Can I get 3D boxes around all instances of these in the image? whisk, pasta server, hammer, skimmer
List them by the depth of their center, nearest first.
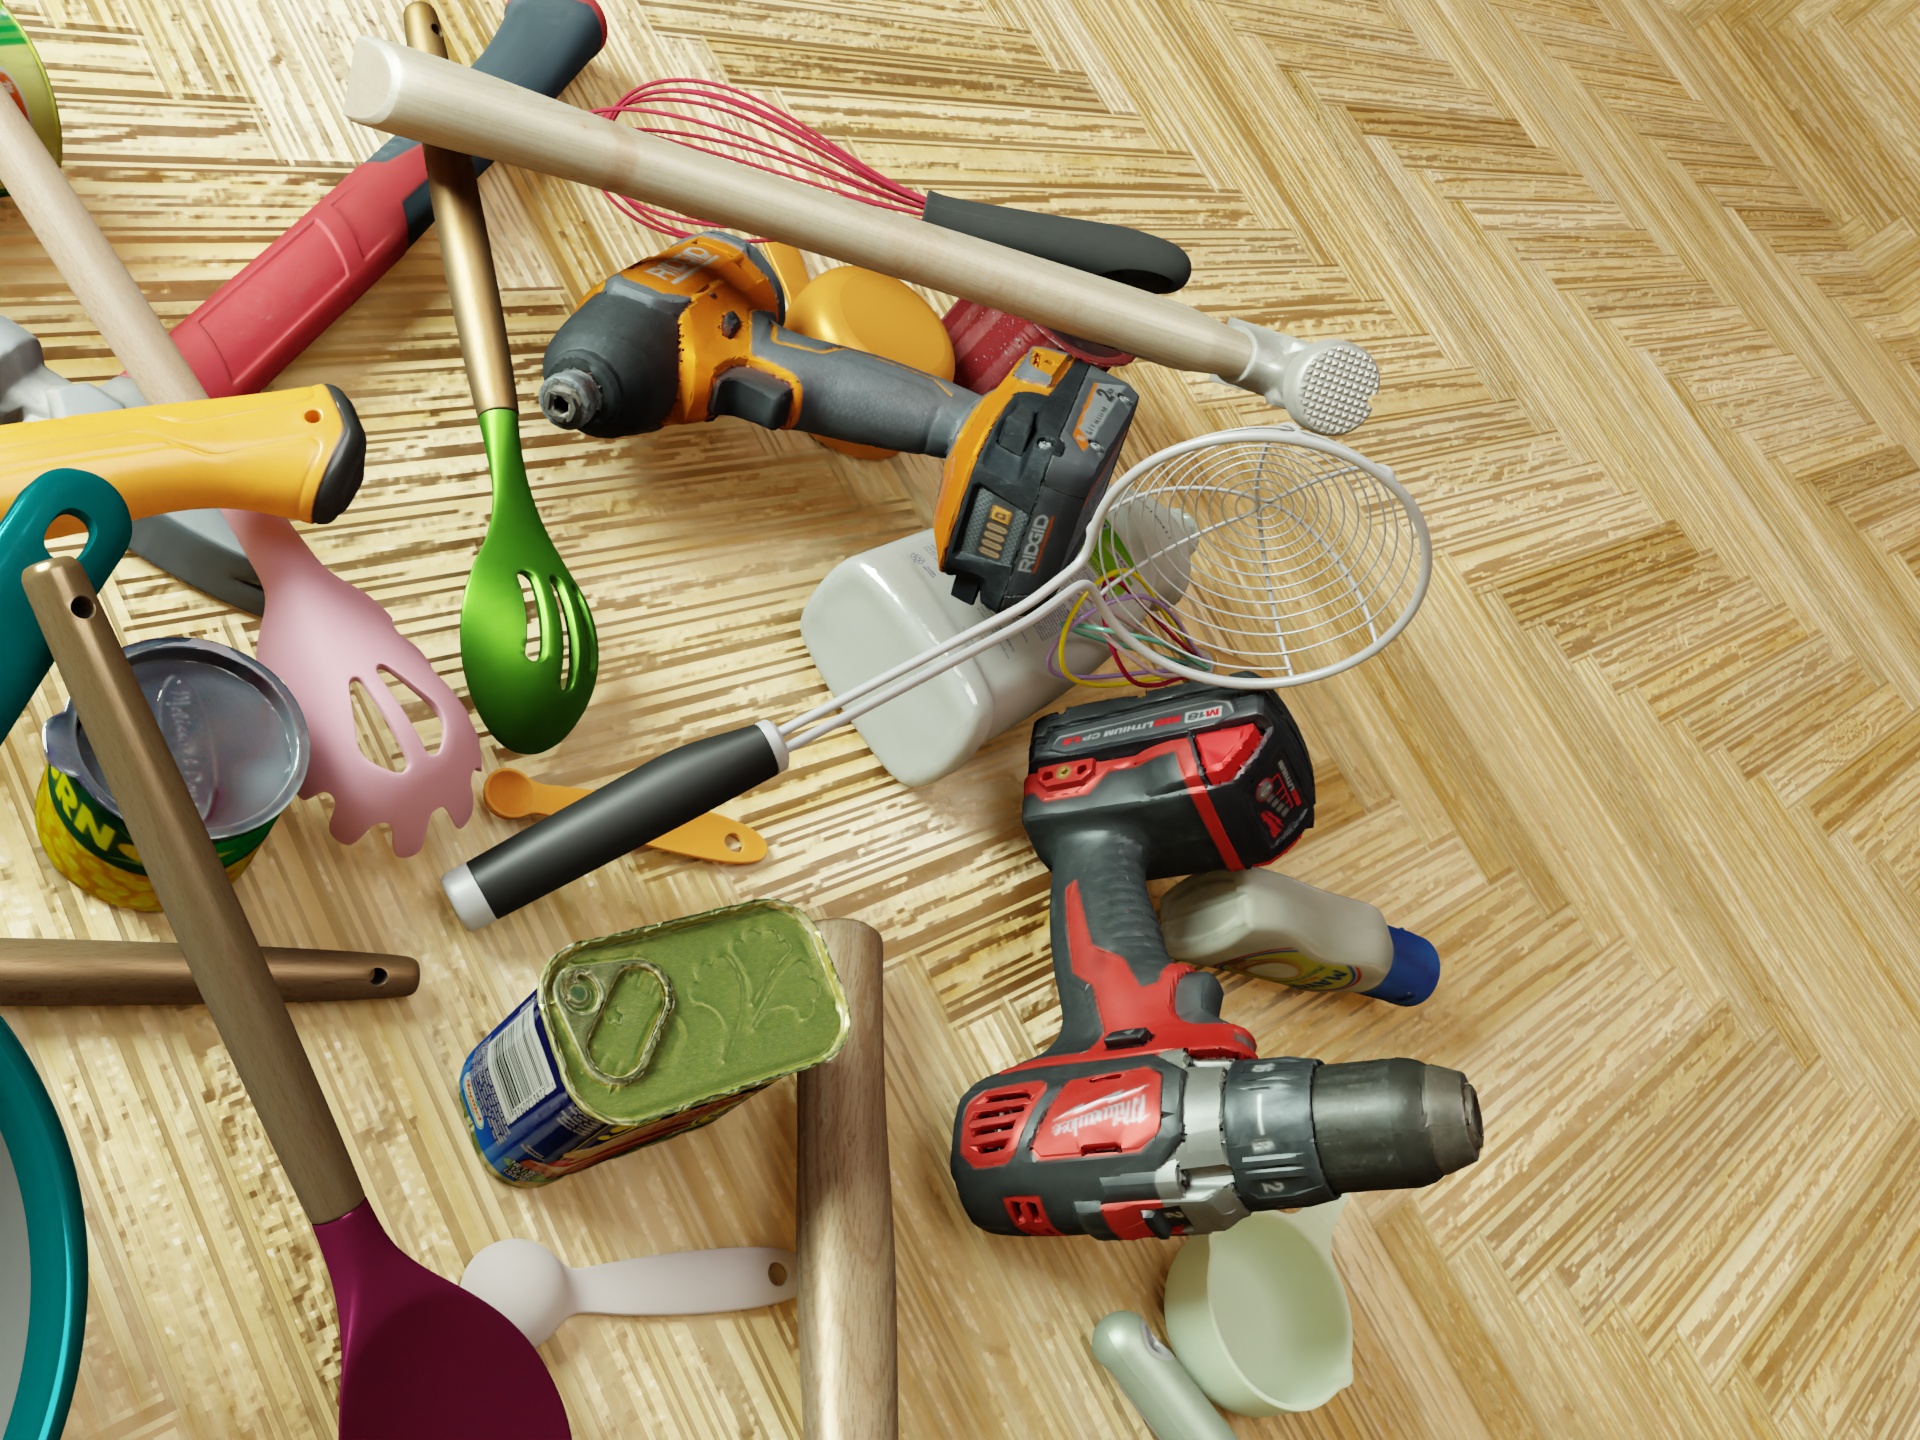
[{"bbox_3d":[-0.332,-0.054,0.419,0.337,0.034,0.127,-17,73,-30],"label":"hammer"},{"bbox_3d":[-0.037,0.202,0.498,0.130,0.031,0.332,8,45,-15],"label":"hammer"},{"bbox_3d":[-0.252,-0.097,0.514,0.060,0.040,0.316,-34,92,-34],"label":"pasta server"},{"bbox_3d":[-0.001,-0.002,0.566,0.363,0.127,0.090,-27,48,-16],"label":"skimmer"},{"bbox_3d":[0.130,0.322,0.585,0.246,0.059,0.058,52,7,7],"label":"whisk"},{"bbox_3d":[-0.225,-0.200,0.654,0.143,0.038,0.387,36,45,-16],"label":"hammer"},{"bbox_3d":[-0.035,-0.198,0.656,0.410,0.038,0.146,13,16,-16],"label":"hammer"},{"bbox_3d":[-0.036,-0.240,0.743,0.296,0.073,0.073,12,51,-3],"label":"whisk"},{"bbox_3d":[0.107,-0.031,0.748,0.244,0.051,0.047,11,79,-60],"label":"whisk"}]

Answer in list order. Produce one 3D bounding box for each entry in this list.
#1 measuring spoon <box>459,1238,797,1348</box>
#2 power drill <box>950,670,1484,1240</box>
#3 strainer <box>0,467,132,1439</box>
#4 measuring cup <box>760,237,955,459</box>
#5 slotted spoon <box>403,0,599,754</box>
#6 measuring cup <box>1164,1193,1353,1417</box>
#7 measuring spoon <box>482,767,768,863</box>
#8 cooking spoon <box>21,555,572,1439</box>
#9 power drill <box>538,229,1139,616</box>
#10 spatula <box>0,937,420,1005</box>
[{"bbox_3d":[-0.098,0.181,0.513,0.124,0.018,0.034,9,57,-35],"label":"measuring spoon"},{"bbox_3d":[0.099,0.090,0.619,0.080,0.188,0.227,57,31,-39],"label":"power drill"},{"bbox_3d":[-0.293,0.080,0.356,0.210,0.095,0.341,43,44,-36],"label":"strainer"},{"bbox_3d":[-0.062,-0.214,0.782,0.095,0.052,0.174,-10,71,-42],"label":"measuring cup"},{"bbox_3d":[-0.183,-0.141,0.610,0.070,0.031,0.314,12,61,-63],"label":"slotted spoon"},{"bbox_3d":[0.136,0.214,0.665,0.083,0.038,0.168,47,42,-3],"label":"measuring cup"},{"bbox_3d":[-0.124,0.039,0.596,0.116,0.011,0.021,16,54,-34],"label":"measuring spoon"},{"bbox_3d":[-0.176,0.108,0.426,0.069,0.017,0.319,-31,106,-48],"label":"cooking spoon"},{"bbox_3d":[-0.053,-0.125,0.653,0.226,0.084,0.164,22,33,5],"label":"power drill"},{"bbox_3d":[-0.296,0.067,0.413,0.317,0.044,0.082,7,82,-37],"label":"spatula"}]
